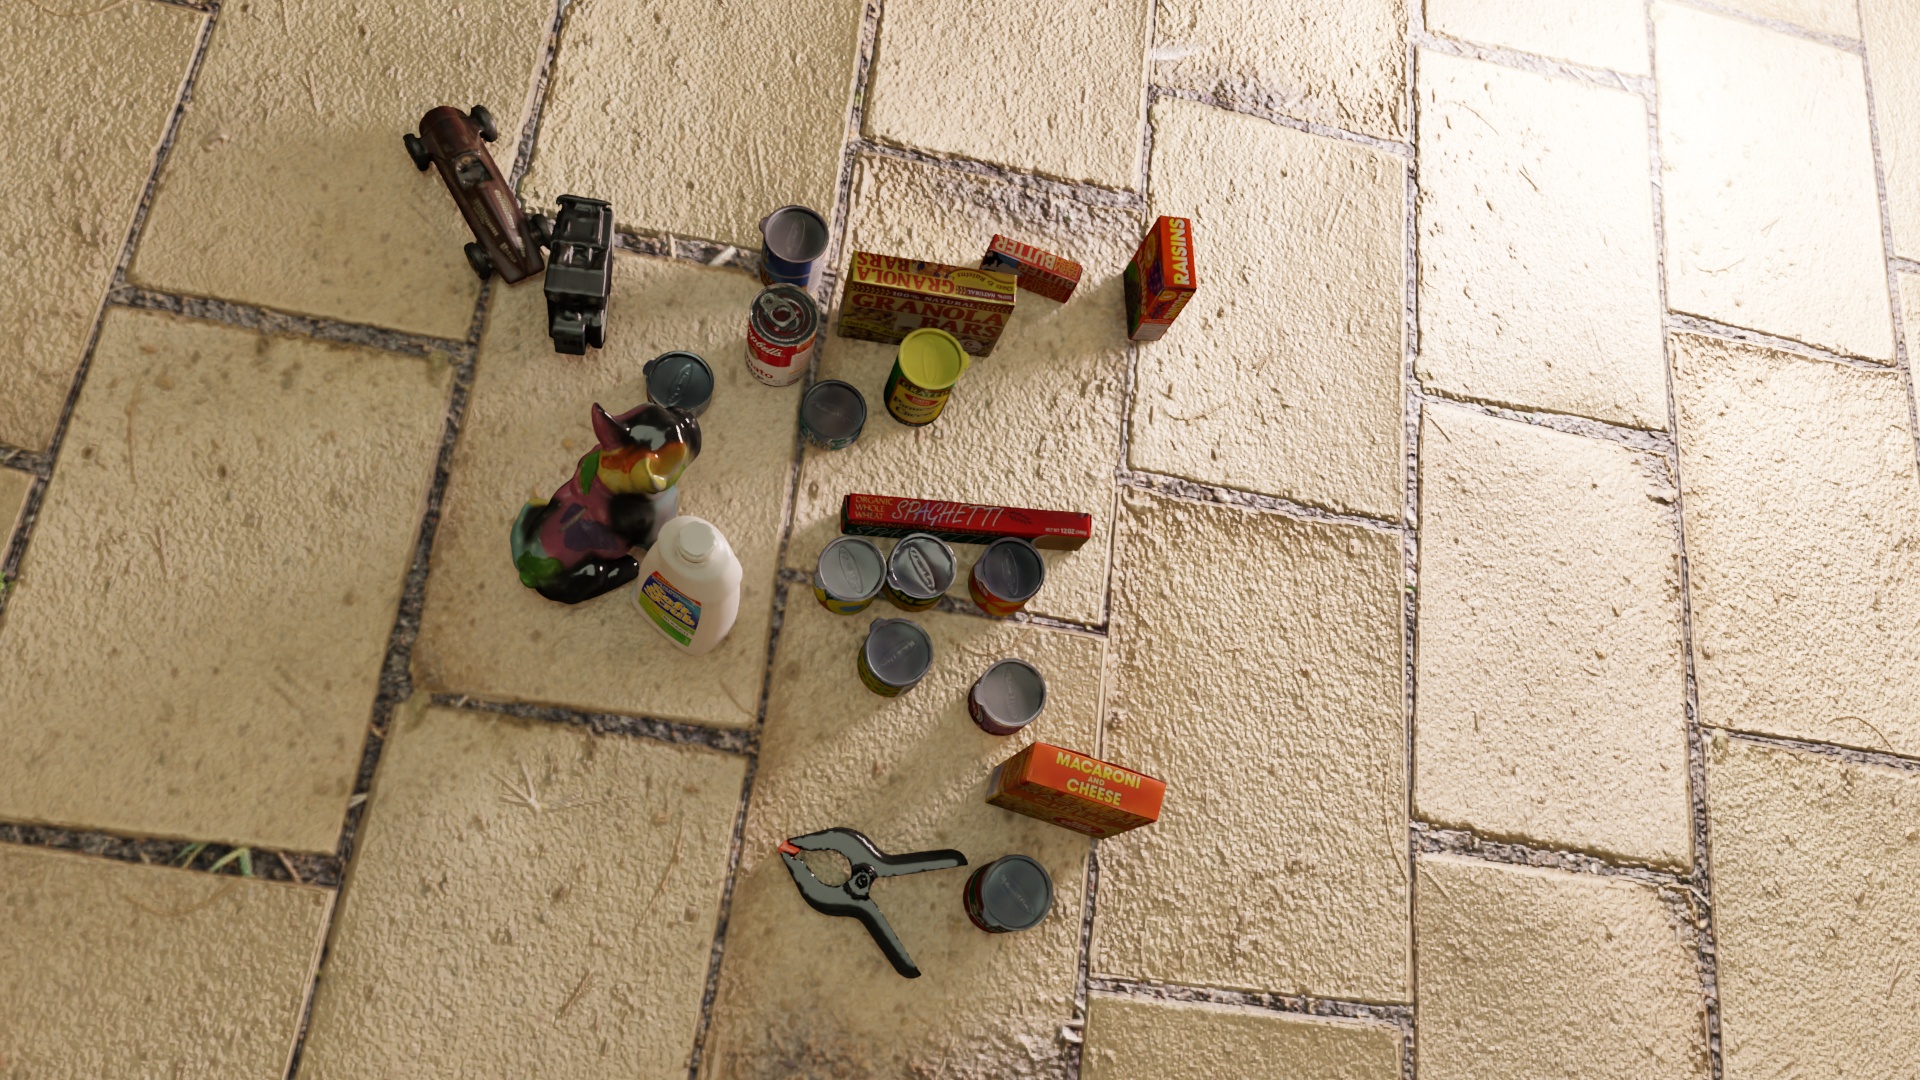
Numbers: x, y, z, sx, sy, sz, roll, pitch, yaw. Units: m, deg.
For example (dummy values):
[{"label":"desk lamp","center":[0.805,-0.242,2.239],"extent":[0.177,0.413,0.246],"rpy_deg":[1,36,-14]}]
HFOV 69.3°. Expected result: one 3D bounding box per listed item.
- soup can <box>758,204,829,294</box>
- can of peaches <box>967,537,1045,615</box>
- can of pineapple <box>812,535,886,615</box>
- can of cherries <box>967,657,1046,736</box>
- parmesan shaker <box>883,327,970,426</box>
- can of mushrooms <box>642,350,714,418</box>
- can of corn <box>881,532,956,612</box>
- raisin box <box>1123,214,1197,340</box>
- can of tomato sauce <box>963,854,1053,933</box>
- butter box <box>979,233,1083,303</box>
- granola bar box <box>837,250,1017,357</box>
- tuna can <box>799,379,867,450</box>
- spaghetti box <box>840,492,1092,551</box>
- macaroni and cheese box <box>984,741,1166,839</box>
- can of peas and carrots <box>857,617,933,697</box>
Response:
[{"label":"soup can","center":[-0.174,-0.295,1.426],"extent":[0.071,0.083,0.071],"rpy_deg":[4,72,-11]},{"label":"can of peaches","center":[0.042,0.037,1.376],"extent":[0.071,0.058,0.071],"rpy_deg":[4,71,-11]},{"label":"can of pineapple","center":[-0.110,0.035,1.344],"extent":[0.071,0.057,0.071],"rpy_deg":[4,72,-11]},{"label":"can of cherries","center":[0.042,0.151,1.338],"extent":[0.071,0.058,0.071],"rpy_deg":[4,72,-11]},{"label":"parmesan shaker","center":[-0.035,-0.162,1.401],"extent":[0.071,0.102,0.071],"rpy_deg":[4,72,-11]},{"label":"can of mushrooms","center":[-0.282,-0.154,1.383],"extent":[0.071,0.033,0.071],"rpy_deg":[4,71,-11]},{"label":"can of corn","center":[-0.044,0.034,1.358],"extent":[0.071,0.058,0.071],"rpy_deg":[4,72,-11]},{"label":"raisin box","center":[0.211,-0.278,1.482],"extent":[0.040,0.123,0.086],"rpy_deg":[3,72,-11]},{"label":"can of tomato sauce","center":[0.041,0.325,1.266],"extent":[0.071,0.082,0.071],"rpy_deg":[4,72,-11]},{"label":"butter box","center":[0.076,-0.292,1.495],"extent":[0.103,0.053,0.024],"rpy_deg":[19,70,-5]},{"label":"granola bar box","center":[-0.037,-0.238,1.415],"extent":[0.166,0.123,0.039],"rpy_deg":[7,71,-10]},{"label":"tuna can","center":[-0.130,-0.124,1.406],"extent":[0.071,0.032,0.071],"rpy_deg":[4,71,-11]},{"label":"spaghetti box","center":[0.005,-0.017,1.390],"extent":[0.250,0.050,0.029],"rpy_deg":[4,72,-11]},{"label":"macaroni and cheese box","center":[0.101,0.229,1.267],"extent":[0.124,0.166,0.040],"rpy_deg":[18,70,-6]},{"label":"can of peas and carrots","center":[-0.065,0.111,1.328],"extent":[0.071,0.058,0.071],"rpy_deg":[4,72,-11]}]
